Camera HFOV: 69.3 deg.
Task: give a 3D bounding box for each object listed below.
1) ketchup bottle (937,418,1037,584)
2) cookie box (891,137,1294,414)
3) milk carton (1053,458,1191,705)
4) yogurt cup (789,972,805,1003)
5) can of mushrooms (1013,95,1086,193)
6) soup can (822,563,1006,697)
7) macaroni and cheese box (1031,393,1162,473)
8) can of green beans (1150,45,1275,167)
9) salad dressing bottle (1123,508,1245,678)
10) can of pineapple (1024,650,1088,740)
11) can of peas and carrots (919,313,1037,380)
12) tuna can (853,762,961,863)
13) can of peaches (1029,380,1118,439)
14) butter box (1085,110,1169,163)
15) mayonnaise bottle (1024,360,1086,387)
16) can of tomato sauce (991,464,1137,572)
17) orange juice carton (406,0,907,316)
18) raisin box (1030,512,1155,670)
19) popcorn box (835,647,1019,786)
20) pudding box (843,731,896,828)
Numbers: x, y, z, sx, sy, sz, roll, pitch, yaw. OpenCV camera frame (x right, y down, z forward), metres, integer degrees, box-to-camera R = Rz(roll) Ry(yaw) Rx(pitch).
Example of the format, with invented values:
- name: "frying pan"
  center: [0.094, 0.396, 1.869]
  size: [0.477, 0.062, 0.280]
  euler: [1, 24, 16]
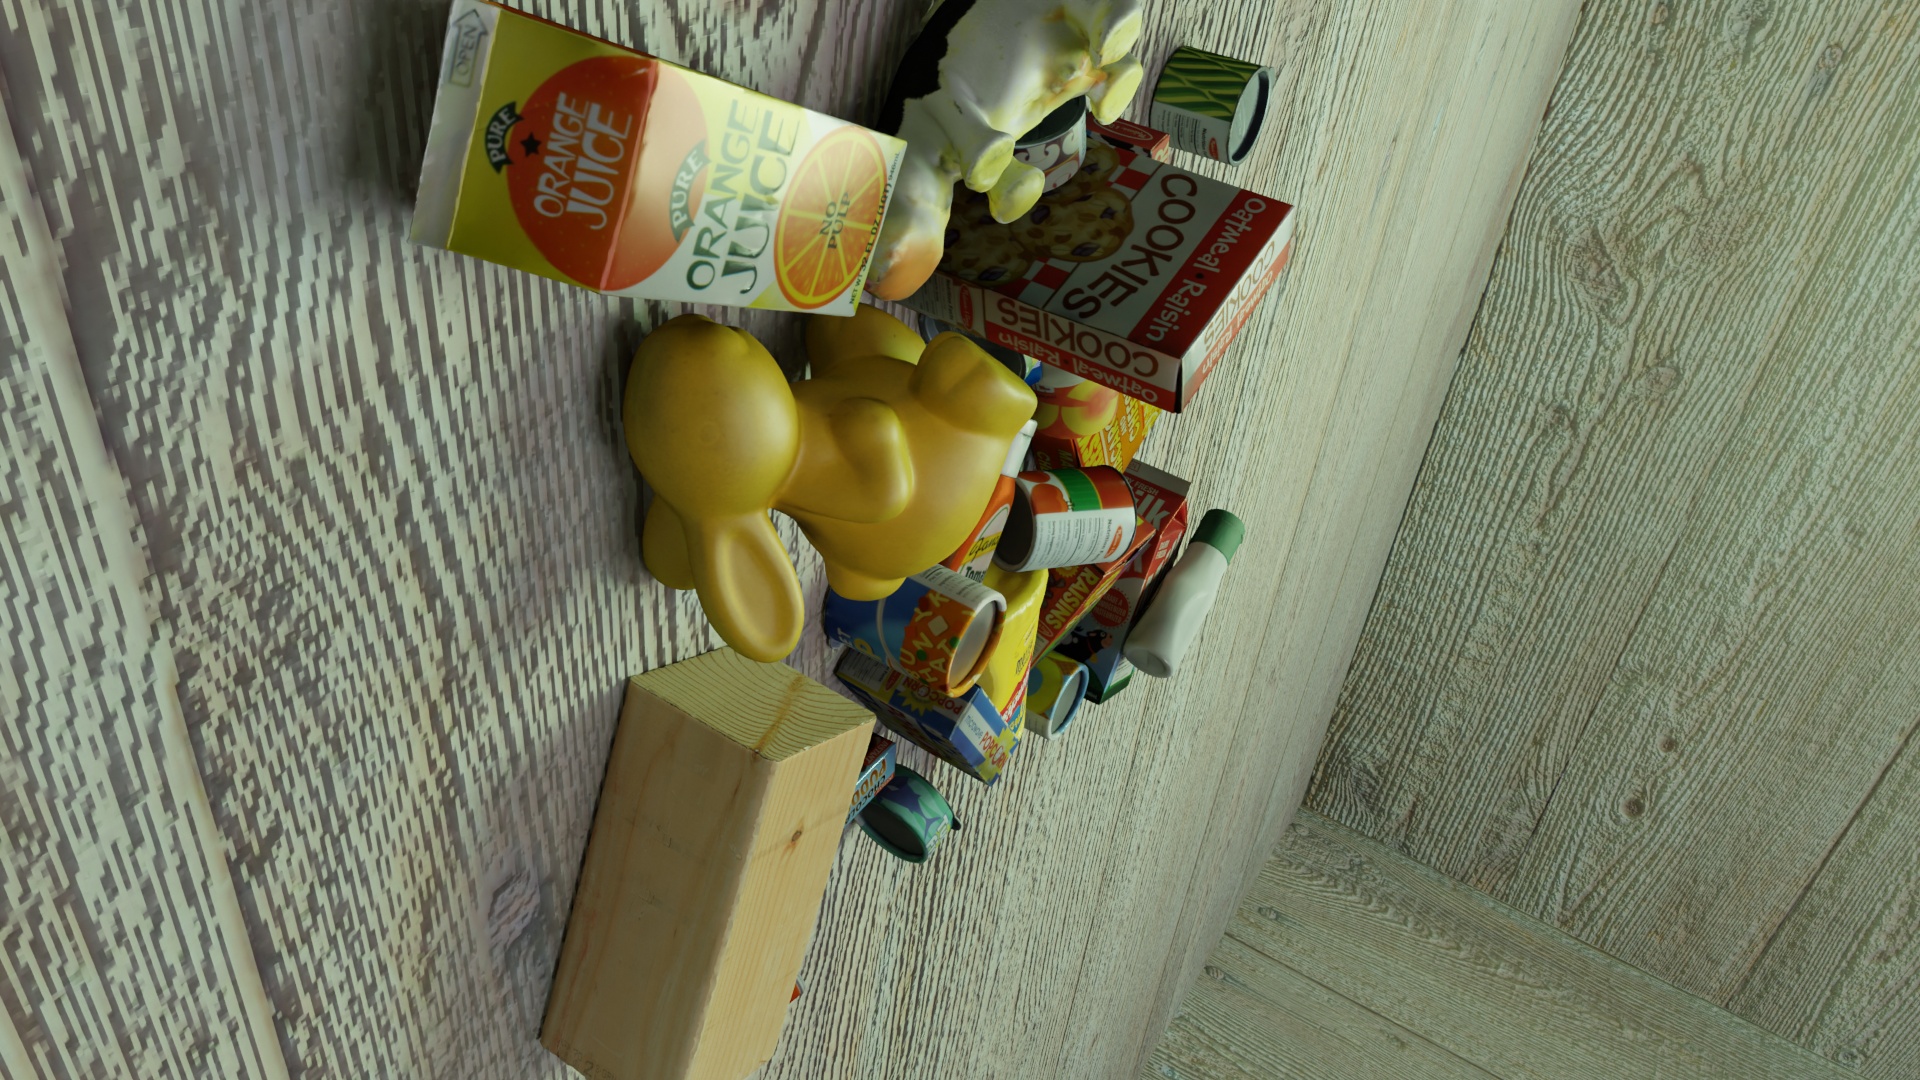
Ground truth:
- name: "ketchup bottle"
  center: [0.003, -0.011, 0.854]
  size: [0.065, 0.043, 0.148]
  euler: [6, 106, -69]
- name: "cookie box"
  center: [0.063, -0.142, 0.691]
  size: [0.123, 0.167, 0.040]
  euler: [-52, 155, -29]
- name: "milk carton"
  center: [0.124, 0.028, 1.125]
  size: [0.073, 0.072, 0.190]
  euler: [-14, 126, -63]
- name: "yogurt cup"
  center: [-0.131, 0.253, 0.794]
  size: [0.054, 0.072, 0.072]
  euler: [-44, 150, -27]
- name: "can of mushrooms"
  center: [0.027, -0.204, 0.689]
  size: [0.071, 0.071, 0.033]
  euler: [-54, 156, -26]
- name: "soup can"
  center: [-0.026, 0.046, 0.790]
  size: [0.072, 0.084, 0.071]
  euler: [-48, 153, -36]
- name: "macaroni and cheese box"
  center: [0.113, -0.110, 1.001]
  size: [0.167, 0.040, 0.123]
  euler: [-57, 156, -19]
- name: "can of green beans"
  center: [0.166, -0.288, 0.920]
  size: [0.071, 0.058, 0.071]
  euler: [-48, 152, -37]
- name: "salad dressing bottle"
  center: [0.182, 0.040, 1.111]
  size: [0.148, 0.044, 0.064]
  euler: [-56, 157, -27]
- name: "can of pineapple"
  center: [0.061, 0.114, 1.088]
  size: [0.071, 0.058, 0.070]
  euler: [-48, 152, -37]
- name: "can of peas and carrots"
  center: [0.022, -0.123, 0.752]
  size: [0.059, 0.071, 0.070]
  euler: [-55, 155, -25]
- name: "tuna can"
  center: [-0.037, 0.182, 0.919]
  size: [0.033, 0.071, 0.070]
  euler: [-49, 153, -32]
- name: "can of peaches"
  center: [0.066, -0.105, 0.872]
  size: [0.071, 0.071, 0.057]
  euler: [-51, 154, -32]
- name: "butter box"
  center: [0.097, -0.208, 0.852]
  size: [0.024, 0.053, 0.103]
  euler: [-49, 152, -32]
- name: "mayonnaise bottle"
  center: [0.069, -0.124, 0.816]
  size: [0.148, 0.065, 0.041]
  euler: [-26, 166, -18]
- name: "can of tomato sauce"
  center: [0.062, -0.016, 0.916]
  size: [0.083, 0.071, 0.071]
  euler: [-6, 121, -33]
- name: "orange juice carton"
  center: [-0.102, -0.124, 0.466]
  size: [0.193, 0.073, 0.071]
  euler: [-12, 123, -63]
- name: "raisin box"
  center: [0.083, 0.035, 1.025]
  size: [0.086, 0.040, 0.122]
  euler: [-35, 164, -49]
- name: "popcorn box"
  center: [-0.018, 0.105, 0.866]
  size: [0.038, 0.085, 0.126]
  euler: [-59, 157, -14]
- name: "pudding box"
  center: [-0.080, 0.143, 0.813]
  size: [0.084, 0.050, 0.030]
  euler: [-41, 146, -46]
